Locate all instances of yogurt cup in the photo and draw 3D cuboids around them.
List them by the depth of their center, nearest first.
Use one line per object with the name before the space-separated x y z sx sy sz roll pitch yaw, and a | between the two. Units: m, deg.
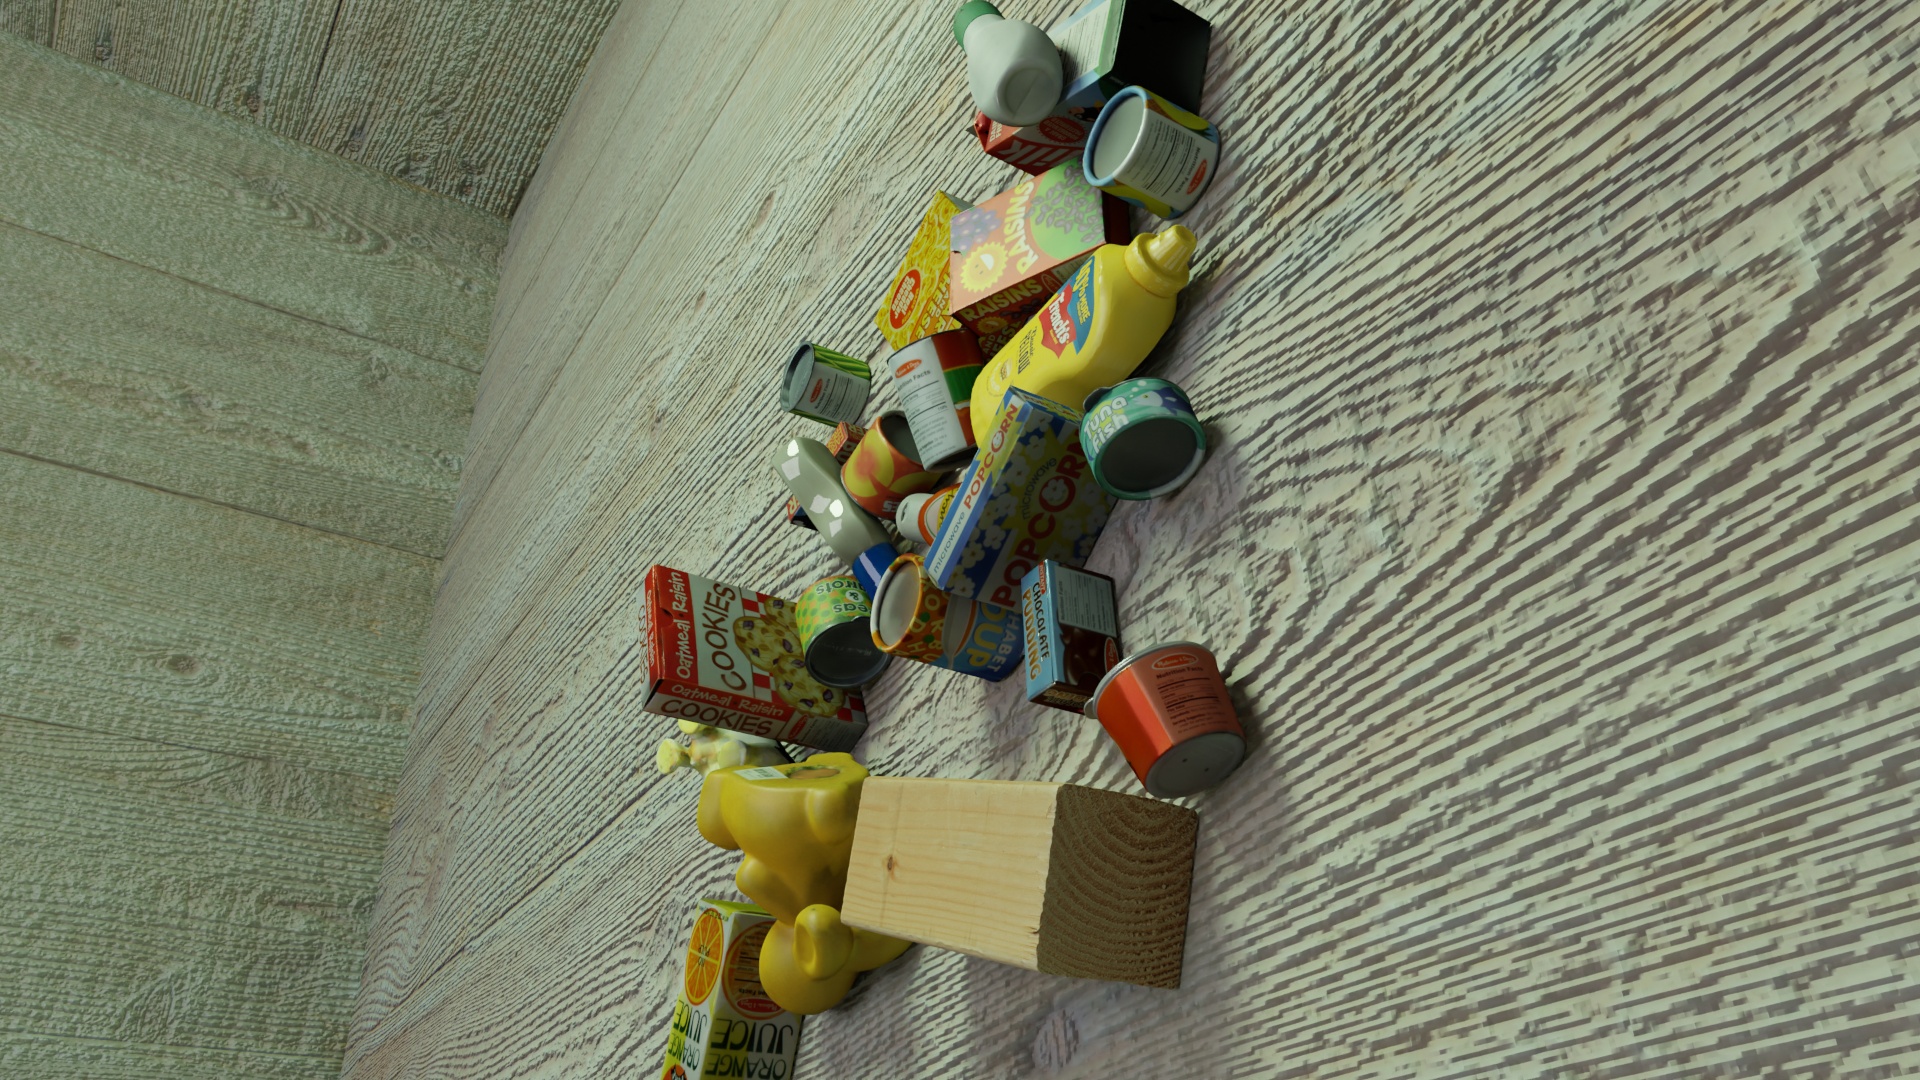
yogurt cup | 0.106 0.091 0.692 0.072 0.072 0.054 -54 41 30

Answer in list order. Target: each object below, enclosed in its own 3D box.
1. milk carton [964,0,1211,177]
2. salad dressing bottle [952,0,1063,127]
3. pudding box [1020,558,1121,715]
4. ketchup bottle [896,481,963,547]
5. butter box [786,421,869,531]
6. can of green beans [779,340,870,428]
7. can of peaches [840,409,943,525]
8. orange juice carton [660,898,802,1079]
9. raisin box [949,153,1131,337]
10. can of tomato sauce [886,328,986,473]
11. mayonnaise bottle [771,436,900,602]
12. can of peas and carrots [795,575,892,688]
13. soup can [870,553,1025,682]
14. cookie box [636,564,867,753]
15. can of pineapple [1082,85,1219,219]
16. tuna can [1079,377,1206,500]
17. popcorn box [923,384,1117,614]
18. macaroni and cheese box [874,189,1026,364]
milk carton | 0.080 -0.302 0.955 0.190 0.072 0.073 -11 64 58
salad dressing bottle | 0.027 -0.328 0.939 0.064 0.044 0.148 -56 30 26
pudding box | 0.064 0.056 0.801 0.030 0.050 0.084 -43 40 45
ketchup bottle | 0.003 -0.012 0.956 0.149 0.043 0.065 6 78 62
butter box | -0.097 -0.049 1.147 0.103 0.053 0.024 -53 36 32
can of green beans | -0.120 -0.137 1.233 0.071 0.058 0.071 -37 44 47
can of peaches | -0.047 -0.056 1.049 0.057 0.071 0.071 -53 34 32
orange juice carton | -0.166 0.365 1.011 0.071 0.073 0.193 -11 66 59
raisin box | 0.052 -0.199 0.935 0.123 0.040 0.086 -19 57 31
can of tomato sauce | -0.005 -0.097 0.968 0.071 0.071 0.083 -29 78 52
mayonnaise bottle | -0.086 -0.013 1.058 0.041 0.064 0.148 -41 64 11
can of peas and carrots | -0.088 0.067 1.049 0.070 0.071 0.059 -58 31 25
soup can | -0.005 0.050 0.891 0.071 0.084 0.071 -37 44 47
cookie box | -0.160 0.090 1.057 0.040 0.167 0.123 -55 33 29
can of pineapple | 0.117 -0.242 0.867 0.070 0.058 0.071 -38 43 47
tuna can | 0.100 -0.057 0.778 0.070 0.071 0.033 -53 35 32
popcorn box | 0.043 -0.020 0.844 0.126 0.085 0.038 -64 30 14
macaroni and cheese box | -0.005 -0.185 1.073 0.123 0.040 0.167 -61 30 20
